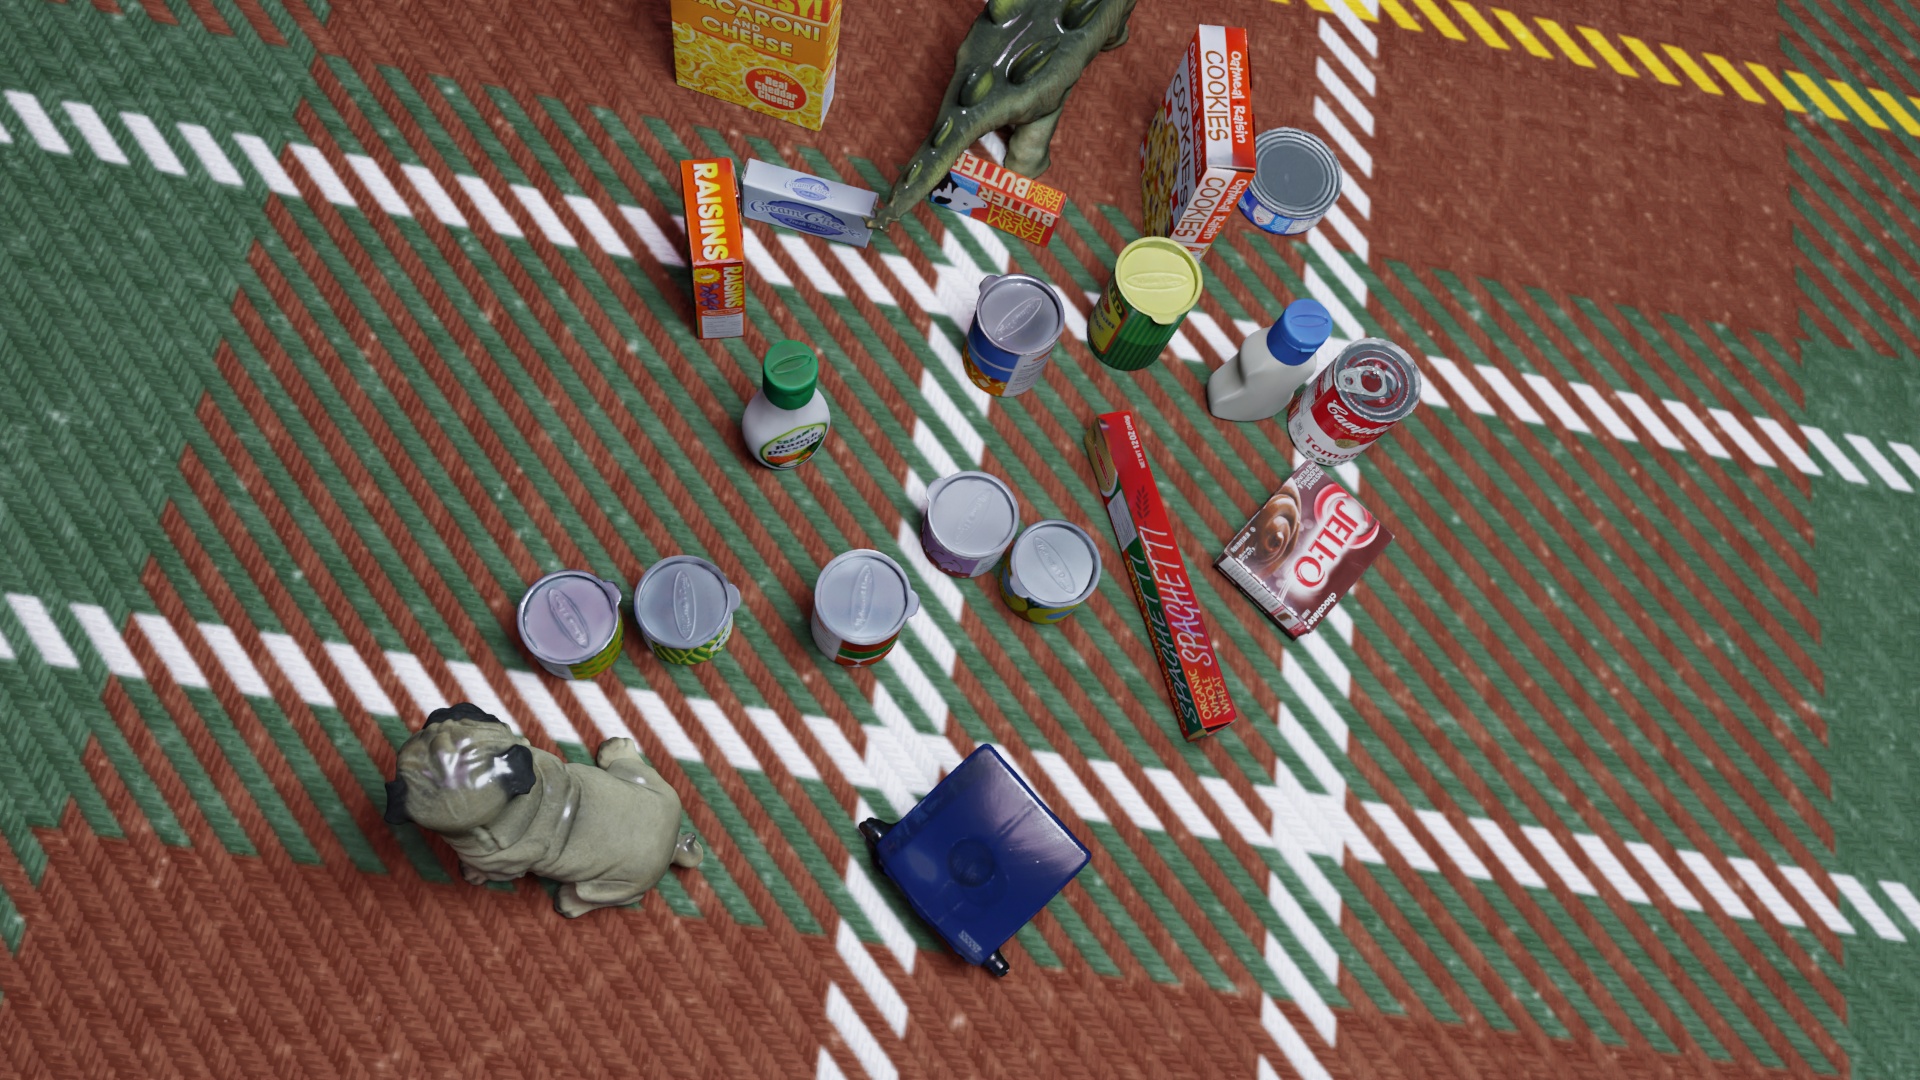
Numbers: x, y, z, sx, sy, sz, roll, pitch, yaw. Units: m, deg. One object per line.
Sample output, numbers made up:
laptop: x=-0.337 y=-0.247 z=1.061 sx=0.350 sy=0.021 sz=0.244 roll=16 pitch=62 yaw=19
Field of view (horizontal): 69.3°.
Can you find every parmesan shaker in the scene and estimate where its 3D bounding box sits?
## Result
parmesan shaker: x=0.139 y=-0.177 z=1.068 sx=0.071 sy=0.102 sz=0.071 roll=2 pitch=73 yaw=-8

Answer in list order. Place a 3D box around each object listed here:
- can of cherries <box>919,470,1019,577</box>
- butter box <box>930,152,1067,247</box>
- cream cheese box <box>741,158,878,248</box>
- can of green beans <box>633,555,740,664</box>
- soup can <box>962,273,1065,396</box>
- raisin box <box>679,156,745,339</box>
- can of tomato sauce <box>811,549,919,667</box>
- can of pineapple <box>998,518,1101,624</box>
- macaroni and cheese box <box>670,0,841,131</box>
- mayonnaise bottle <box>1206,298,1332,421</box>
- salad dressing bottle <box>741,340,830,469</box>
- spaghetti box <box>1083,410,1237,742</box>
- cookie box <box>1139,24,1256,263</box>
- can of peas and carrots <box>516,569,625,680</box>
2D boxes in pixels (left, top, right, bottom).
can of cherries: x=0.004 y=-0.013 z=1.020 sx=0.071 sy=0.058 sz=0.071 roll=2 pitch=73 yaw=-8
butter box: x=0.030 y=-0.273 z=1.109 sx=0.103 sy=0.053 sz=0.024 roll=22 pitch=71 yaw=-1
cream cheese box: x=-0.118 y=-0.262 z=1.082 sx=0.104 sy=0.053 sz=0.024 roll=14 pitch=72 yaw=-4
can of green beans: x=-0.192 y=0.050 z=0.971 sx=0.071 sy=0.057 sz=0.071 roll=2 pitch=73 yaw=-8
soup can: x=0.037 y=-0.157 z=1.057 sx=0.071 sy=0.083 sz=0.071 roll=2 pitch=73 yaw=-8
raisin box: x=-0.180 y=-0.212 z=1.020 sx=0.040 sy=0.123 sz=0.086 roll=-6 pitch=74 yaw=-10
can of tomato sauce: x=-0.069 y=0.049 z=0.976 sx=0.071 sy=0.083 sz=0.071 roll=2 pitch=73 yaw=-8
can of pineapple: x=0.063 y=0.024 z=1.017 sx=0.071 sy=0.057 sz=0.071 roll=2 pitch=73 yaw=-8
macaroni and cheese box: x=-0.156 y=-0.391 z=1.058 sx=0.124 sy=0.166 sz=0.040 roll=18 pitch=72 yaw=-3
mayonnaise bottle: x=0.235 y=-0.134 z=1.045 sx=0.065 sy=0.147 sz=0.041 roll=-2 pitch=74 yaw=-9
salad dressing bottle: x=-0.122 y=-0.095 z=0.980 sx=0.064 sy=0.147 sz=0.044 roll=-21 pitch=77 yaw=-14
spaghetti box: x=0.146 y=0.026 z=1.034 sx=0.029 sy=0.050 sz=0.250 roll=-14 pitch=75 yaw=-12
cookie box: x=0.182 y=-0.297 z=1.078 sx=0.040 sy=0.167 sz=0.123 roll=2 pitch=73 yaw=-8
can of peas and carrots: x=-0.265 y=0.057 z=0.957 sx=0.071 sy=0.058 sz=0.071 roll=2 pitch=73 yaw=-8
